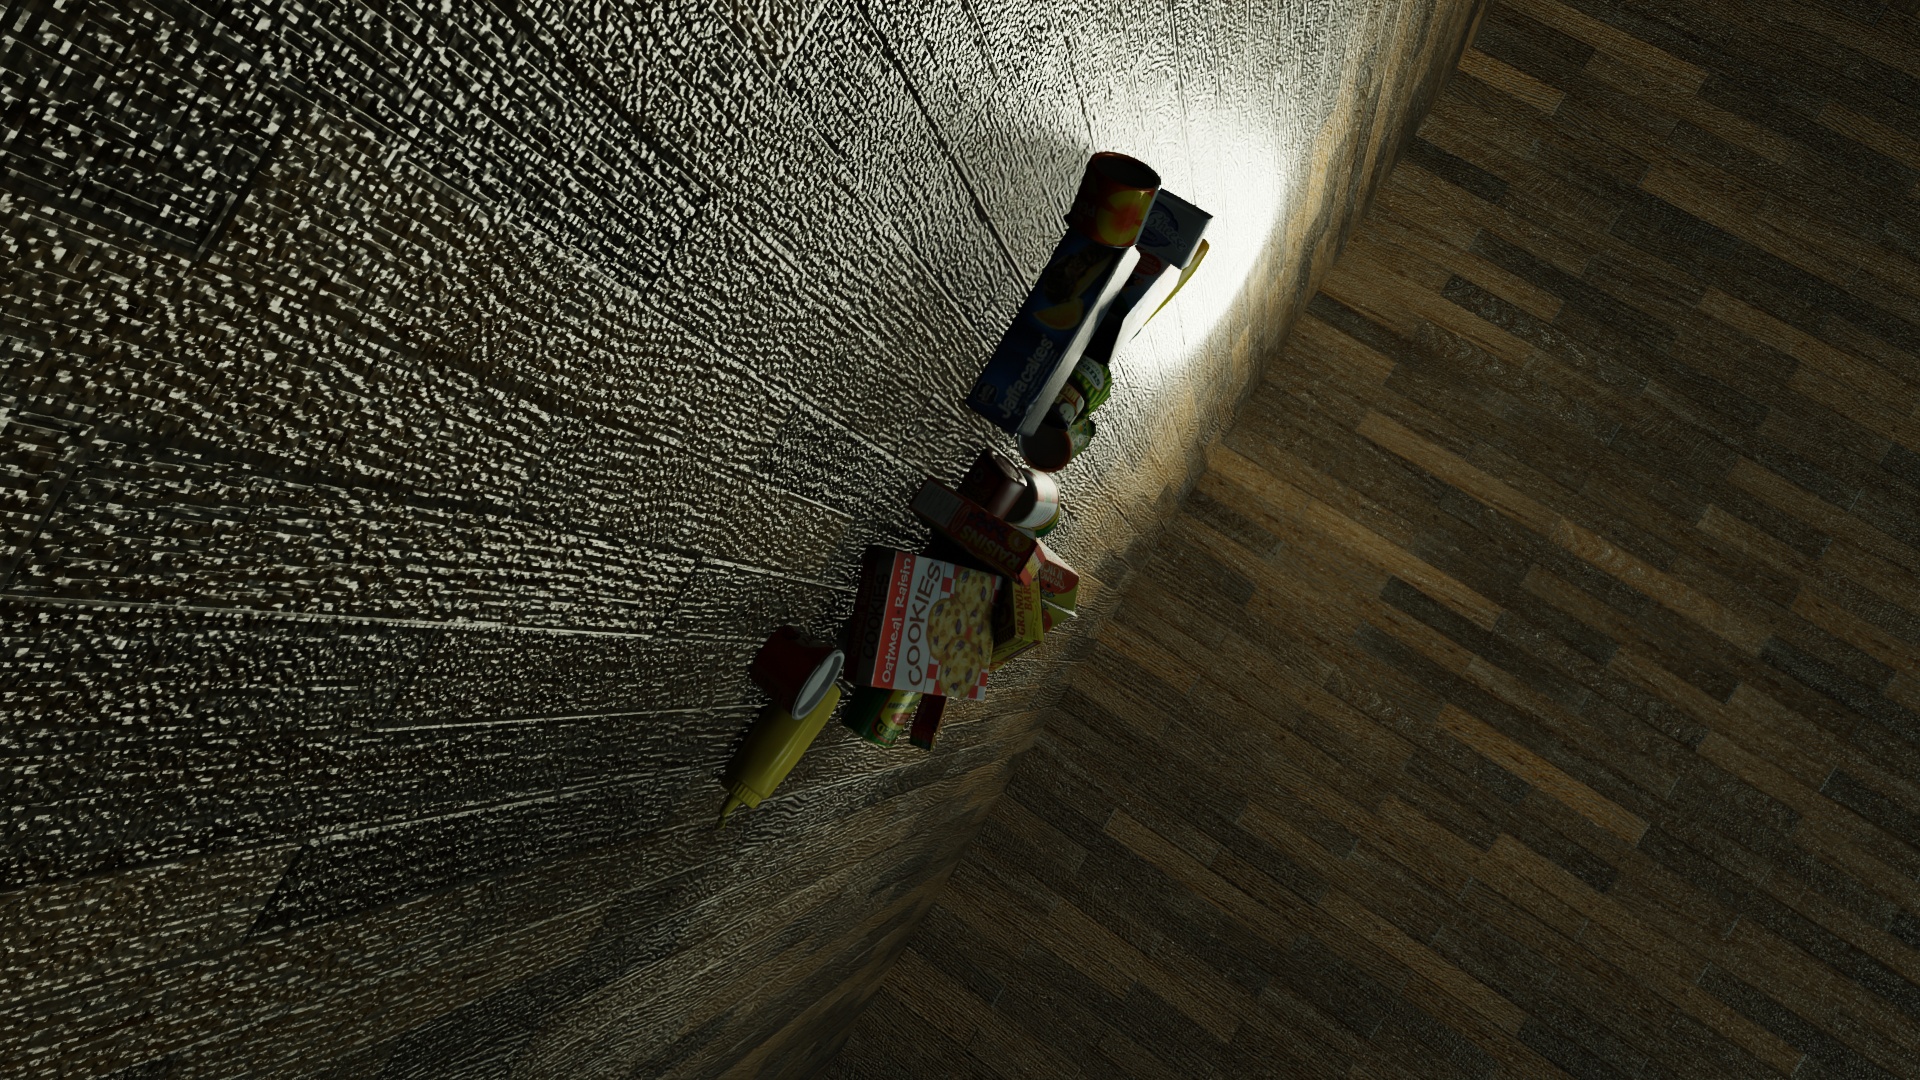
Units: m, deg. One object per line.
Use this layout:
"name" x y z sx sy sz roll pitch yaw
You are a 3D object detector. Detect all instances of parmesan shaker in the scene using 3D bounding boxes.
"parmesan shaker" -0.077 0.161 1.490 0.103 0.071 0.071 -60 167 8

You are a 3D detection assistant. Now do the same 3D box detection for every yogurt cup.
"yogurt cup" -0.138 0.107 1.156 0.072 0.054 0.072 -53 166 -19

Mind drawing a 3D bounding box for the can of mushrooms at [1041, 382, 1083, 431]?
"can of mushrooms" 0.088 -0.141 1.389 0.033 0.071 0.071 -56 167 -9

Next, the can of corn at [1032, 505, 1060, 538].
"can of corn" 0.084 -0.044 1.604 0.071 0.071 0.058 -55 166 -12

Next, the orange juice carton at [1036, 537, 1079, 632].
"orange juice carton" 0.064 0.037 1.495 0.073 0.072 0.193 -60 -158 7

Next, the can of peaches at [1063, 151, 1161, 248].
"can of peaches" 0.131 -0.294 1.196 0.071 0.071 0.057 -43 161 -48

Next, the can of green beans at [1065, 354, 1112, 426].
"can of green beans" 0.118 -0.160 1.460 0.058 0.071 0.071 -41 159 -50

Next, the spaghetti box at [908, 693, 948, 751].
"spaghetti box" -0.007 0.117 1.569 0.050 0.029 0.251 102 6 -57

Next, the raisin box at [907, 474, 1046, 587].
"raisin box" 0.017 -0.007 1.311 0.040 0.123 0.086 -57 168 -5

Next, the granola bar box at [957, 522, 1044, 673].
"granola bar box" 0.020 0.072 1.414 0.165 0.039 0.124 -36 -131 48

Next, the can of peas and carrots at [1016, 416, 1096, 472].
"can of peas and carrots" 0.104 -0.113 1.506 0.059 0.071 0.070 -40 159 -51

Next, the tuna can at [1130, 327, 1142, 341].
"tuna can" 0.151 -0.220 1.434 0.071 0.032 0.071 -26 -155 13

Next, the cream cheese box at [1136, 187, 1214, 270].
"cream cheese box" 0.170 -0.293 1.255 0.024 0.104 0.053 -41 160 -57

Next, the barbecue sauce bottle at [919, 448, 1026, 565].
"barbecue sauce bottle" 0.005 -0.017 1.395 0.043 0.065 0.148 22 112 -36

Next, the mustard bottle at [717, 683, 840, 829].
"mustard bottle" -0.170 0.186 1.237 0.160 0.049 0.065 -54 166 -15

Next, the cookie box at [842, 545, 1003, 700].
"cookie box" -0.032 0.080 1.289 0.167 0.040 0.123 16 82 -51

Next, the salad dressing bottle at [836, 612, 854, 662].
"salad dressing bottle" -0.052 0.073 1.340 0.148 0.064 0.043 -33 159 -35

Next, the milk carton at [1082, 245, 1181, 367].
"milk carton" 0.170 -0.267 1.383 0.191 0.073 0.072 -50 165 -33

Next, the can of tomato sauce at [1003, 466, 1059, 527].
"can of tomato sauce" 0.064 -0.049 1.514 0.071 0.071 0.083 -60 163 10
